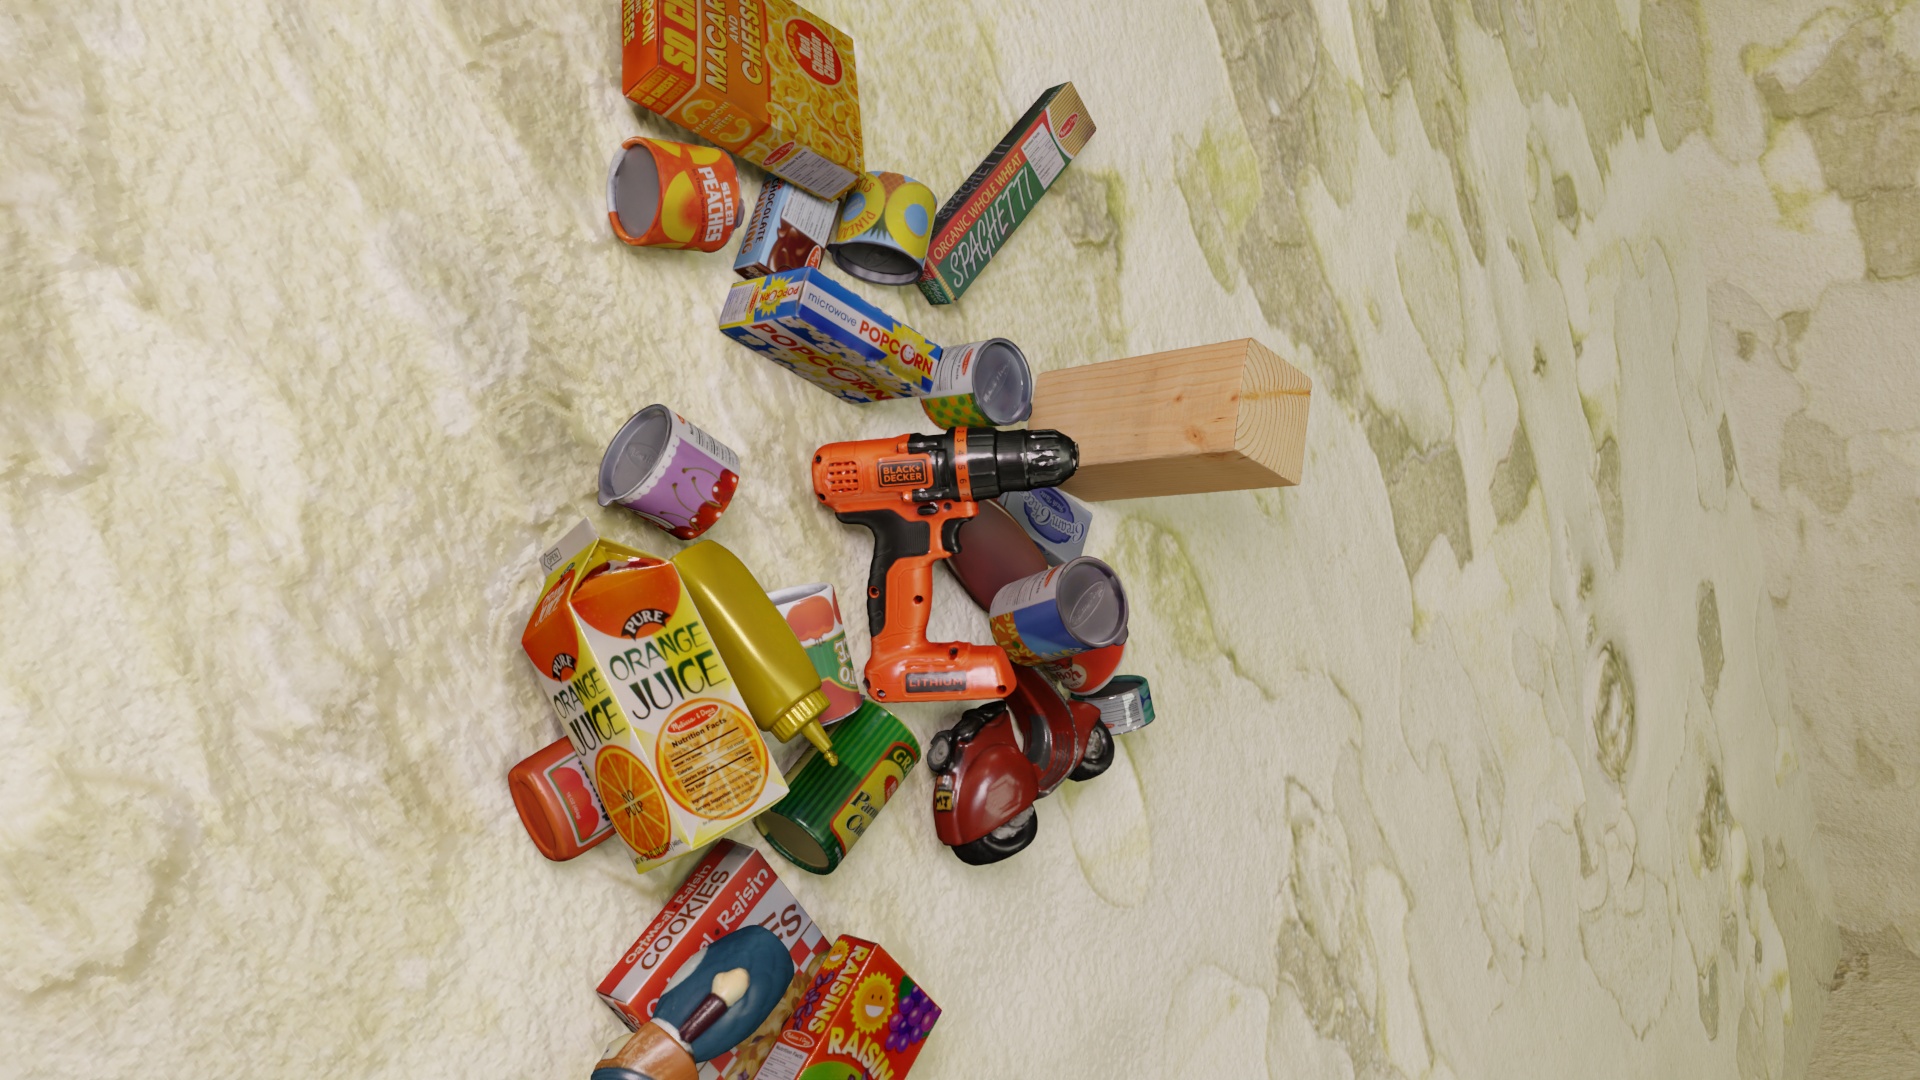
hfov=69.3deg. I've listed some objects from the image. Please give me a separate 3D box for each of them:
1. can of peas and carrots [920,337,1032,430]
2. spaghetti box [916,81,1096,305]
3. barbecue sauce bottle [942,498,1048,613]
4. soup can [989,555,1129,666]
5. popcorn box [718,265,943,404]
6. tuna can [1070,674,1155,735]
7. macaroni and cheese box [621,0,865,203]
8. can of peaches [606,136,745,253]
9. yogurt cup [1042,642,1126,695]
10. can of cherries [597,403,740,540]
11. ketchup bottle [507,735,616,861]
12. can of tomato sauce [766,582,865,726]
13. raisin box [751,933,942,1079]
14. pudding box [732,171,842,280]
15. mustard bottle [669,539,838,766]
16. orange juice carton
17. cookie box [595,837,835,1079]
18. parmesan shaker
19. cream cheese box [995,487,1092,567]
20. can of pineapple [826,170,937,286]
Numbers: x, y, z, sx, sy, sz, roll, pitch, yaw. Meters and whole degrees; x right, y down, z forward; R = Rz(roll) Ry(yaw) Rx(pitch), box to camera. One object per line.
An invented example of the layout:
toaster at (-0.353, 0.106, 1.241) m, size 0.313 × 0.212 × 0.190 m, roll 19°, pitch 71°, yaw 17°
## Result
can of peas and carrots at (0.013, -0.116, 1.053) m, size 0.071 × 0.058 × 0.071 m, roll 3°, pitch 86°, yaw -46°
spaghetti box at (0.034, -0.280, 1.107) m, size 0.050 × 0.028 × 0.251 m, roll 55°, pitch 52°, yaw -28°
barbecue sauce bottle at (0.004, -0.013, 1.045) m, size 0.065 × 0.044 × 0.148 m, roll -44°, pitch 119°, yaw -10°
soup can at (0.072, 0.055, 1.011) m, size 0.071 × 0.083 × 0.071 m, roll 11°, pitch 70°, yaw -32°
popcorn box at (-0.086, -0.136, 0.935) m, size 0.126 × 0.085 × 0.038 m, roll 27°, pitch 70°, yaw -42°
tuna can at (0.125, 0.135, 1.147) m, size 0.071 × 0.071 × 0.032 m, roll -20°, pitch 101°, yaw -44°
macaroni and cheese box at (-0.138, -0.309, 0.902) m, size 0.166 × 0.040 × 0.124 m, roll 18°, pitch 56°, yaw -44°
can of peaches at (-0.177, -0.213, 0.860) m, size 0.058 × 0.071 × 0.071 m, roll -5°, pitch 91°, yaw -44°
yogurt cup at (0.092, 0.083, 1.117) m, size 0.054 × 0.072 × 0.072 m, roll 35°, pitch 63°, yaw -30°
can of cherries at (-0.179, -0.039, 0.851) m, size 0.058 × 0.071 × 0.072 m, roll 35°, pitch 64°, yaw -40°
ketchup bottle at (-0.195, 0.130, 0.838) m, size 0.149 × 0.043 × 0.064 m, roll -30°, pitch 101°, yaw -43°
can of tomato sauce at (-0.104, 0.075, 0.915) m, size 0.071 × 0.071 × 0.083 m, roll -22°, pitch 102°, yaw -44°
raisin box at (-0.074, 0.330, 0.893) m, size 0.086 × 0.040 × 0.124 m, roll 54°, pitch 54°, yaw -30°
pudding box at (-0.118, -0.210, 0.948) m, size 0.049 × 0.030 × 0.084 m, roll 31°, pitch 66°, yaw -41°
mustard bottle at (-0.126, 0.075, 0.855) m, size 0.160 × 0.065 × 0.049 m, roll 50°, pitch 43°, yaw 7°
orange juice carton at (-0.183, 0.082, 0.790) m, size 0.073 × 0.071 × 0.192 m, roll -24°, pitch 84°, yaw -43°
cookie box at (-0.138, 0.294, 0.888) m, size 0.123 × 0.040 × 0.167 m, roll -50°, pitch 122°, yaw -35°
parmesan shaker at (-0.082, 0.166, 0.936) m, size 0.103 × 0.071 × 0.071 m, roll -50°, pitch 121°, yaw -34°
cream cheese box at (0.063, -0.020, 1.122) m, size 0.103 × 0.024 × 0.053 m, roll 34°, pitch 64°, yaw -39°
can of pineapple at (-0.055, -0.222, 0.987) m, size 0.071 × 0.071 × 0.058 m, roll 25°, pitch 70°, yaw -42°
